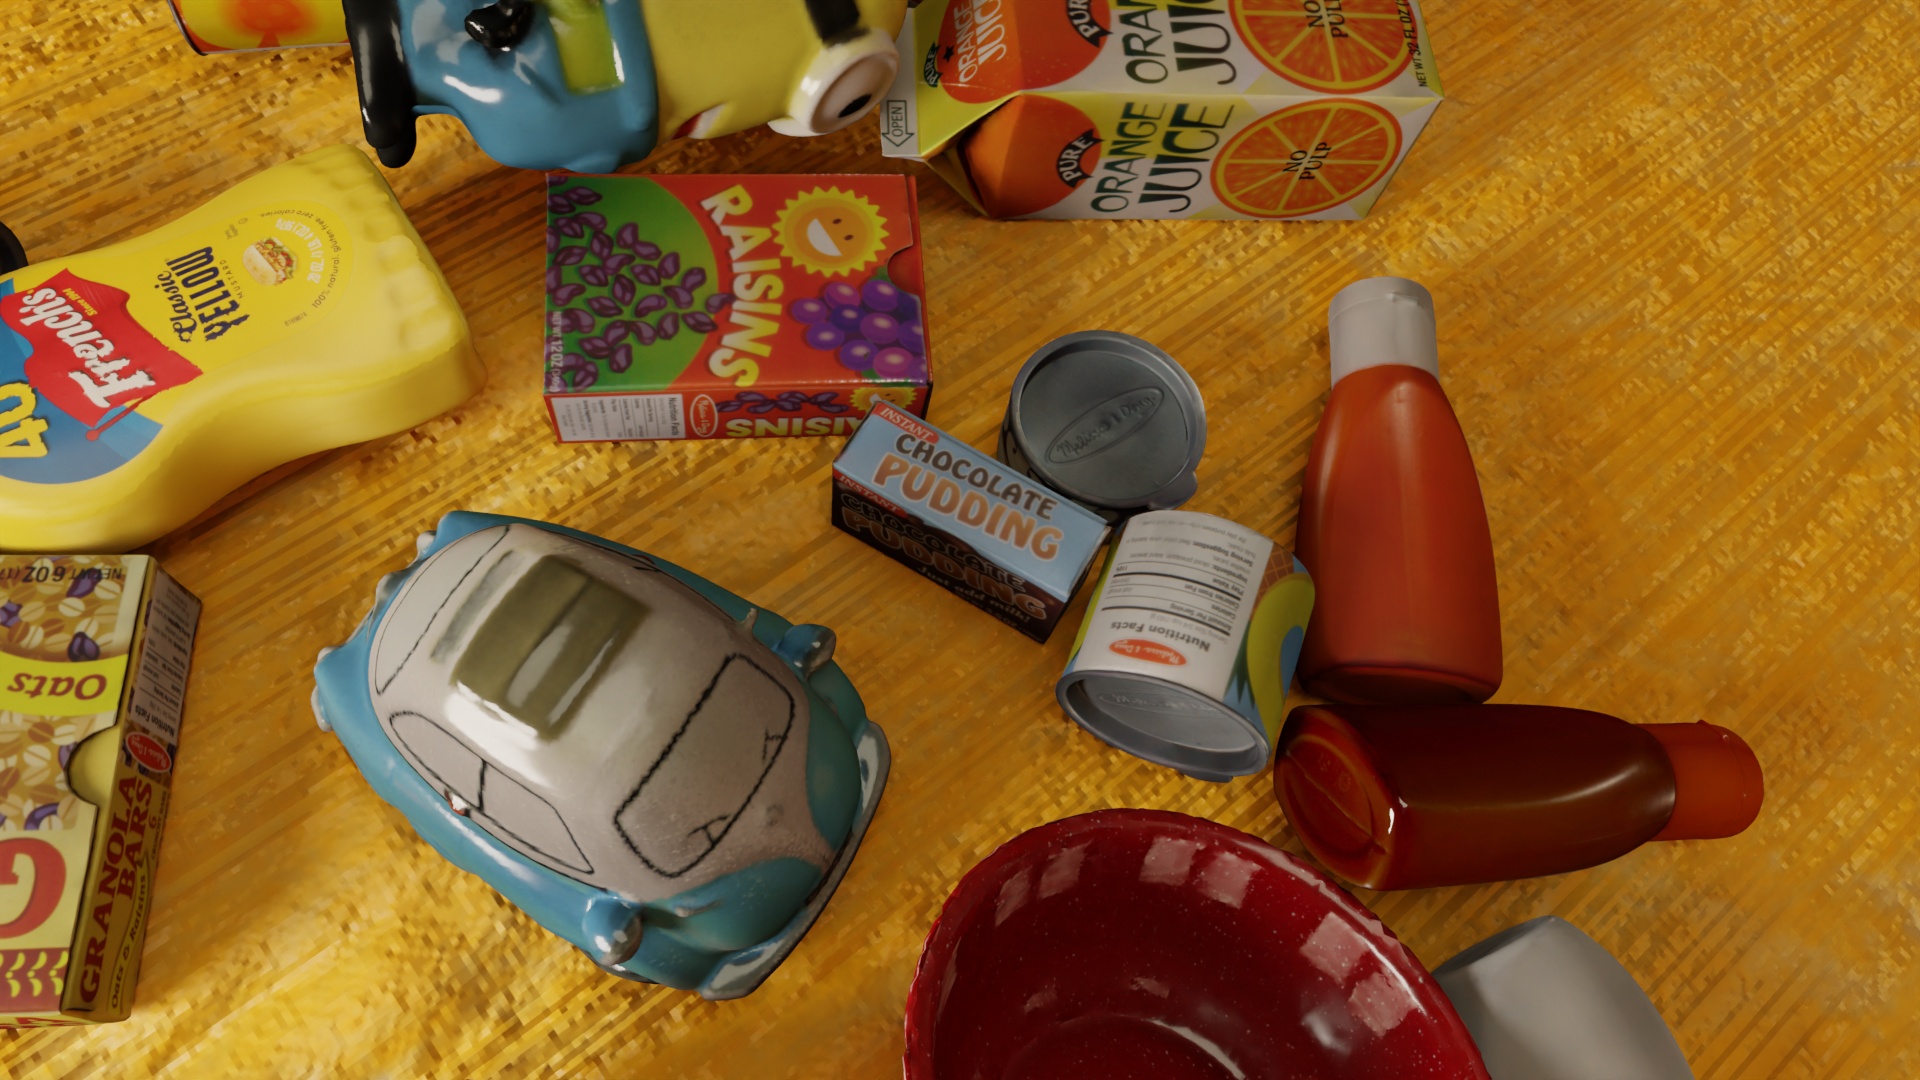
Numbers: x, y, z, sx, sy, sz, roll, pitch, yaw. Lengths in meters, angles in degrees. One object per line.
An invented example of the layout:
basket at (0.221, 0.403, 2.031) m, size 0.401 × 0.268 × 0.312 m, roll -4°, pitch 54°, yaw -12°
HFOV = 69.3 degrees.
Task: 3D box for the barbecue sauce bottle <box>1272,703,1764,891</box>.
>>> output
barbecue sauce bottle at (0.173, 0.074, 0.419) m, size 0.149 × 0.043 × 0.065 m, roll 2°, pitch 21°, yaw -20°

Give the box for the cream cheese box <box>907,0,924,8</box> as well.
cream cheese box at (0.010, -0.253, 0.565) m, size 0.053 × 0.024 × 0.104 m, roll 20°, pitch 65°, yaw -1°

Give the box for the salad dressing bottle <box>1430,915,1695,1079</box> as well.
salad dressing bottle at (0.188, 0.181, 0.387) m, size 0.064 × 0.043 × 0.148 m, roll -22°, pitch 72°, yaw -19°

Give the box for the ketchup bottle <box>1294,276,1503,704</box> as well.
ketchup bottle at (0.145, -0.019, 0.469) m, size 0.065 × 0.043 × 0.149 m, roll 9°, pitch 65°, yaw -7°

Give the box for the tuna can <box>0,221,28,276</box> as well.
tuna can at (-0.319, -0.077, 0.415) m, size 0.033 × 0.070 × 0.071 m, roll 26°, pitch 65°, yaw 5°

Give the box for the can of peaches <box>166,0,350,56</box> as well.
can of peaches at (-0.242, -0.207, 0.483) m, size 0.058 × 0.071 × 0.071 m, roll -8°, pitch 68°, yaw -13°

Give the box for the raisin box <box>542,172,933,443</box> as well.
raisin box at (-0.074, -0.080, 0.467) m, size 0.123 × 0.040 × 0.086 m, roll -2°, pitch 66°, yaw -10°

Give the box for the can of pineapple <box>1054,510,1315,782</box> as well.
can of pineapple at (0.069, 0.033, 0.425) m, size 0.071 × 0.070 × 0.058 m, roll 22°, pitch 65°, yaw 2°

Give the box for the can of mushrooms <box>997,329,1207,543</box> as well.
can of mushrooms at (0.048, -0.032, 0.467) m, size 0.071 × 0.033 × 0.071 m, roll 3°, pitch 65°, yaw -7°

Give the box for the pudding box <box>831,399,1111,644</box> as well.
pudding box at (0.002, -0.006, 0.439) m, size 0.084 × 0.049 × 0.030 m, roll 29°, pitch 67°, yaw 5°

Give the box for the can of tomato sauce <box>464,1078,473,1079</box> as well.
can of tomato sauce at (-0.121, 0.182, 0.327) m, size 0.071 × 0.071 × 0.083 m, roll 34°, pitch 66°, yaw 8°

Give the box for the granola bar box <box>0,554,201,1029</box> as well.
granola bar box at (-0.306, 0.066, 0.369) m, size 0.166 × 0.039 × 0.124 m, roll 0°, pitch 66°, yaw -8°

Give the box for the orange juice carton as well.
orange juice carton at (0.065, -0.167, 0.508) m, size 0.193 × 0.072 × 0.072 m, roll -2°, pitch 67°, yaw -8°
